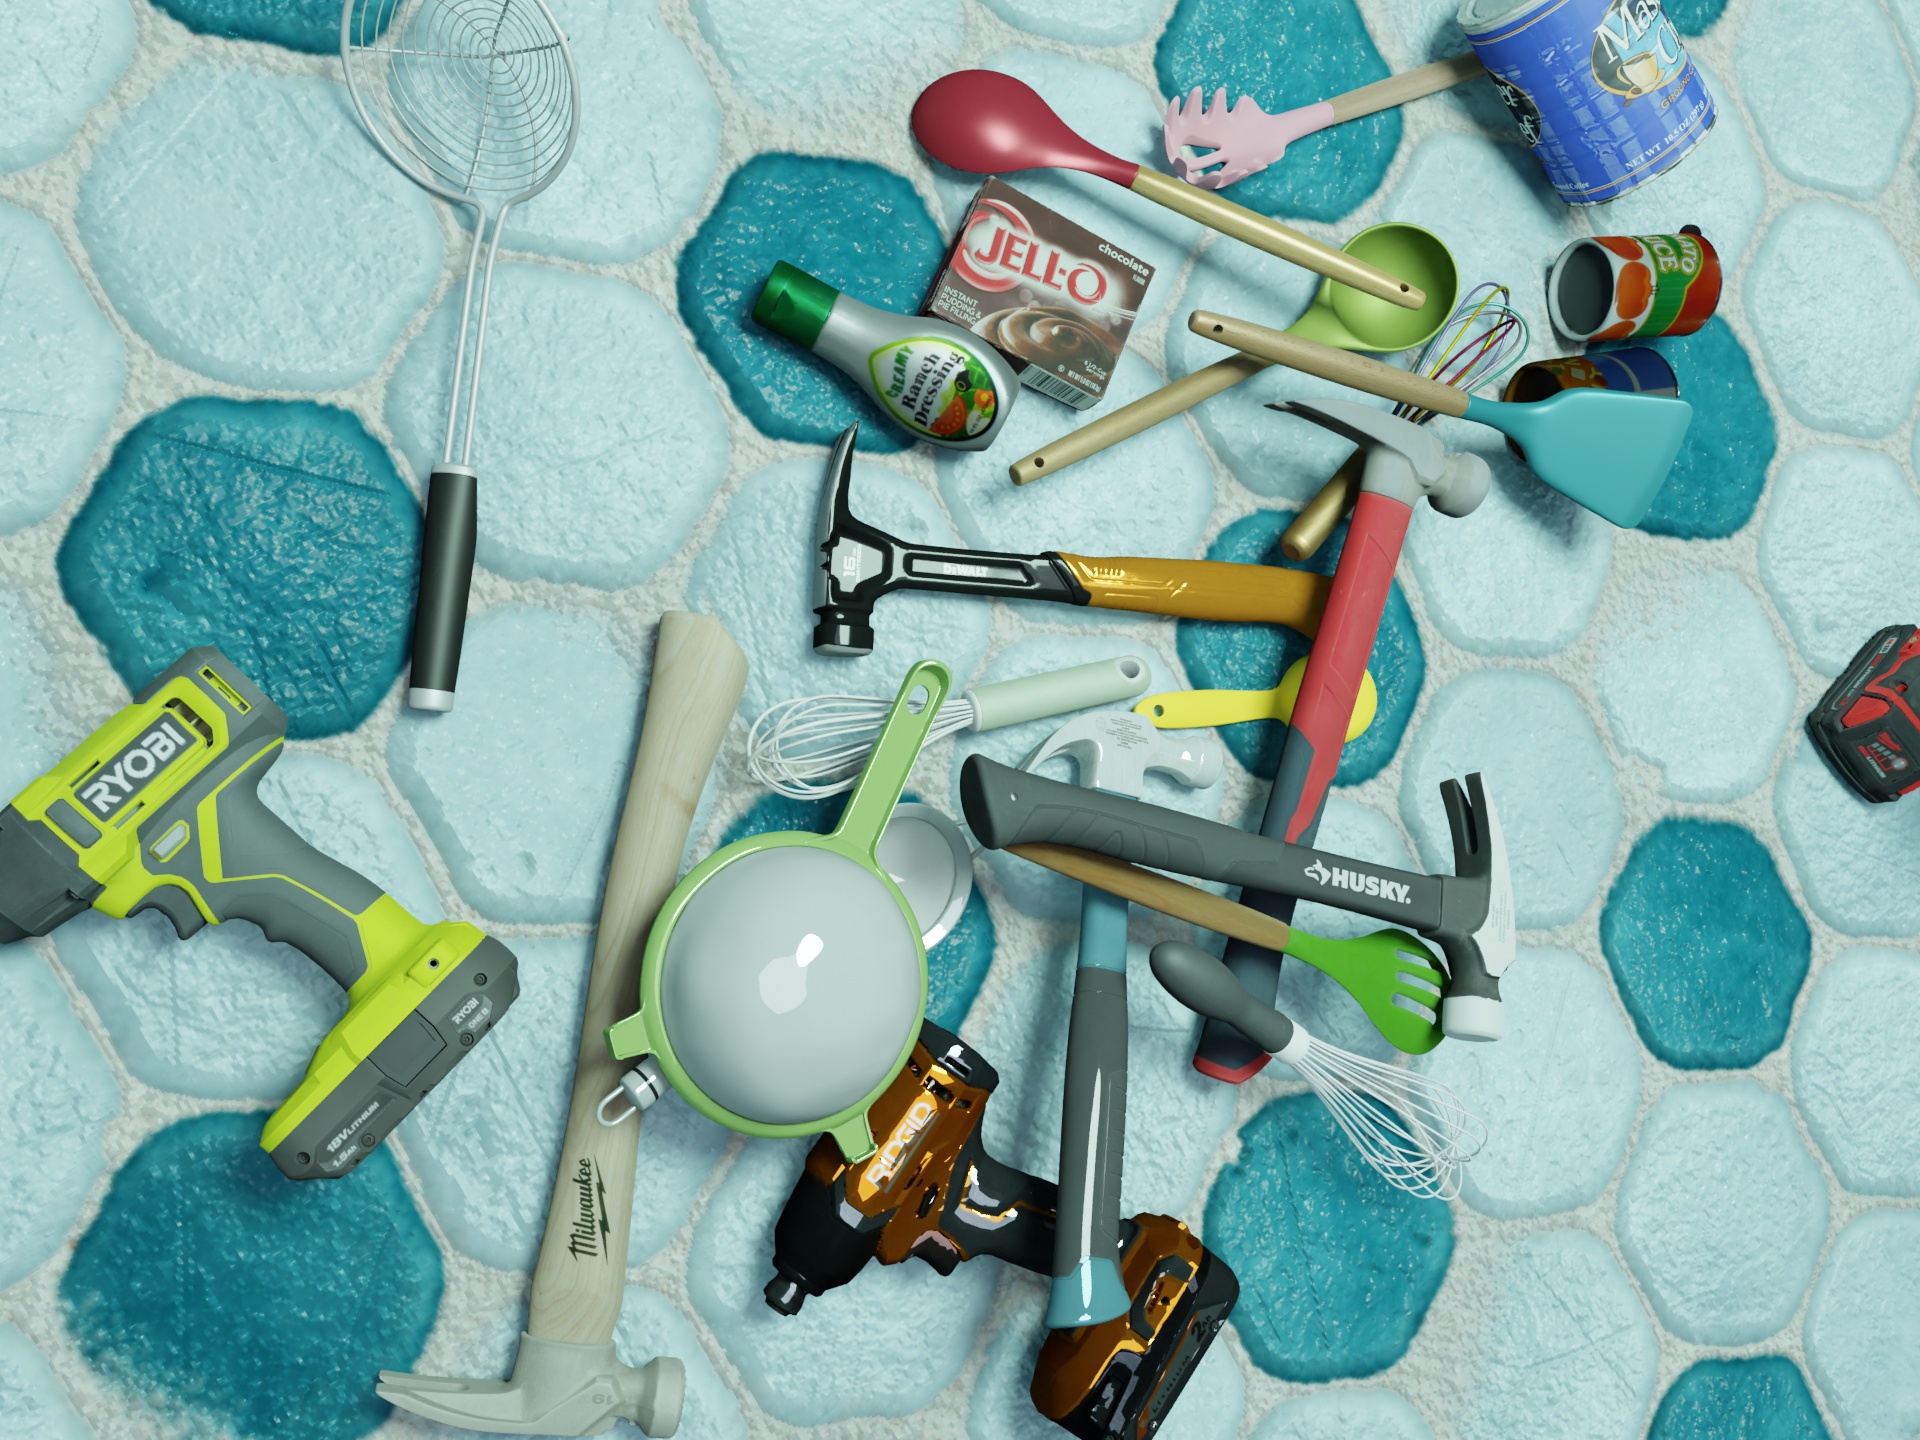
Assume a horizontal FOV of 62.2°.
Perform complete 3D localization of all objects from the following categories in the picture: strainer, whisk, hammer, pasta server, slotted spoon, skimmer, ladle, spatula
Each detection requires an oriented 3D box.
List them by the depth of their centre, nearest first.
[{"bbox_3d":[-0.051,0.081,0.776,0.151,0.069,0.256,30,73,-21],"label":"strainer"},{"bbox_3d":[-0.257,-0.188,0.776,0.127,0.090,0.363,4,86,14],"label":"skimmer"},{"bbox_3d":[-0.181,0.145,0.804,0.146,0.038,0.411,11,82,-16],"label":"hammer"},{"bbox_3d":[-0.083,0.120,0.815,0.258,0.050,0.086,-37,116,-29],"label":"strainer"},{"bbox_3d":[0.154,0.069,0.839,0.334,0.035,0.146,15,71,-20],"label":"hammer"},{"bbox_3d":[0.075,0.147,0.839,0.128,0.033,0.331,15,63,-20],"label":"hammer"},{"bbox_3d":[0.153,0.112,0.861,0.313,0.031,0.070,22,62,-20],"label":"slotted spoon"},{"bbox_3d":[-0.001,-0.003,0.871,0.246,0.059,0.058,-12,64,-24],"label":"whisk"},{"bbox_3d":[0.200,0.190,0.883,0.284,0.070,0.070,37,75,-29],"label":"whisk"},{"bbox_3d":[0.187,0.014,0.903,0.143,0.038,0.386,17,89,-23],"label":"hammer"},{"bbox_3d":[0.082,-0.087,0.911,0.336,0.034,0.127,4,85,-18],"label":"hammer"},{"bbox_3d":[0.123,-0.299,0.912,0.315,0.031,0.069,21,74,-5],"label":"ladle"},{"bbox_3d":[0.162,-0.207,0.920,0.320,0.062,0.078,-29,88,-23],"label":"ladle"},{"bbox_3d":[0.276,-0.189,0.925,0.317,0.044,0.082,11,113,-20],"label":"spatula"},{"bbox_3d":[0.272,-0.180,0.970,0.051,0.047,0.245,43,70,-1],"label":"whisk"},{"bbox_3d":[0.253,-0.390,0.990,0.316,0.040,0.060,-24,83,-20],"label":"pasta server"}]

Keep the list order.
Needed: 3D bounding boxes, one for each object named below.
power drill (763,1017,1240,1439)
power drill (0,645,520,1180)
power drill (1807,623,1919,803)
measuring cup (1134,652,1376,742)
[{"bbox_3d":[0.015,0.285,0.837,0.226,0.084,0.164,39,75,-7],"label":"power drill"},{"bbox_3d":[-0.333,0.100,0.737,0.223,0.080,0.171,45,74,-6],"label":"power drill"},{"bbox_3d":[0.663,-0.009,1.000,0.143,0.220,0.078,-44,100,-17],"label":"power drill"},{"bbox_3d":[0.177,-0.010,0.937,0.156,0.029,0.062,-4,87,-21],"label":"measuring cup"}]
